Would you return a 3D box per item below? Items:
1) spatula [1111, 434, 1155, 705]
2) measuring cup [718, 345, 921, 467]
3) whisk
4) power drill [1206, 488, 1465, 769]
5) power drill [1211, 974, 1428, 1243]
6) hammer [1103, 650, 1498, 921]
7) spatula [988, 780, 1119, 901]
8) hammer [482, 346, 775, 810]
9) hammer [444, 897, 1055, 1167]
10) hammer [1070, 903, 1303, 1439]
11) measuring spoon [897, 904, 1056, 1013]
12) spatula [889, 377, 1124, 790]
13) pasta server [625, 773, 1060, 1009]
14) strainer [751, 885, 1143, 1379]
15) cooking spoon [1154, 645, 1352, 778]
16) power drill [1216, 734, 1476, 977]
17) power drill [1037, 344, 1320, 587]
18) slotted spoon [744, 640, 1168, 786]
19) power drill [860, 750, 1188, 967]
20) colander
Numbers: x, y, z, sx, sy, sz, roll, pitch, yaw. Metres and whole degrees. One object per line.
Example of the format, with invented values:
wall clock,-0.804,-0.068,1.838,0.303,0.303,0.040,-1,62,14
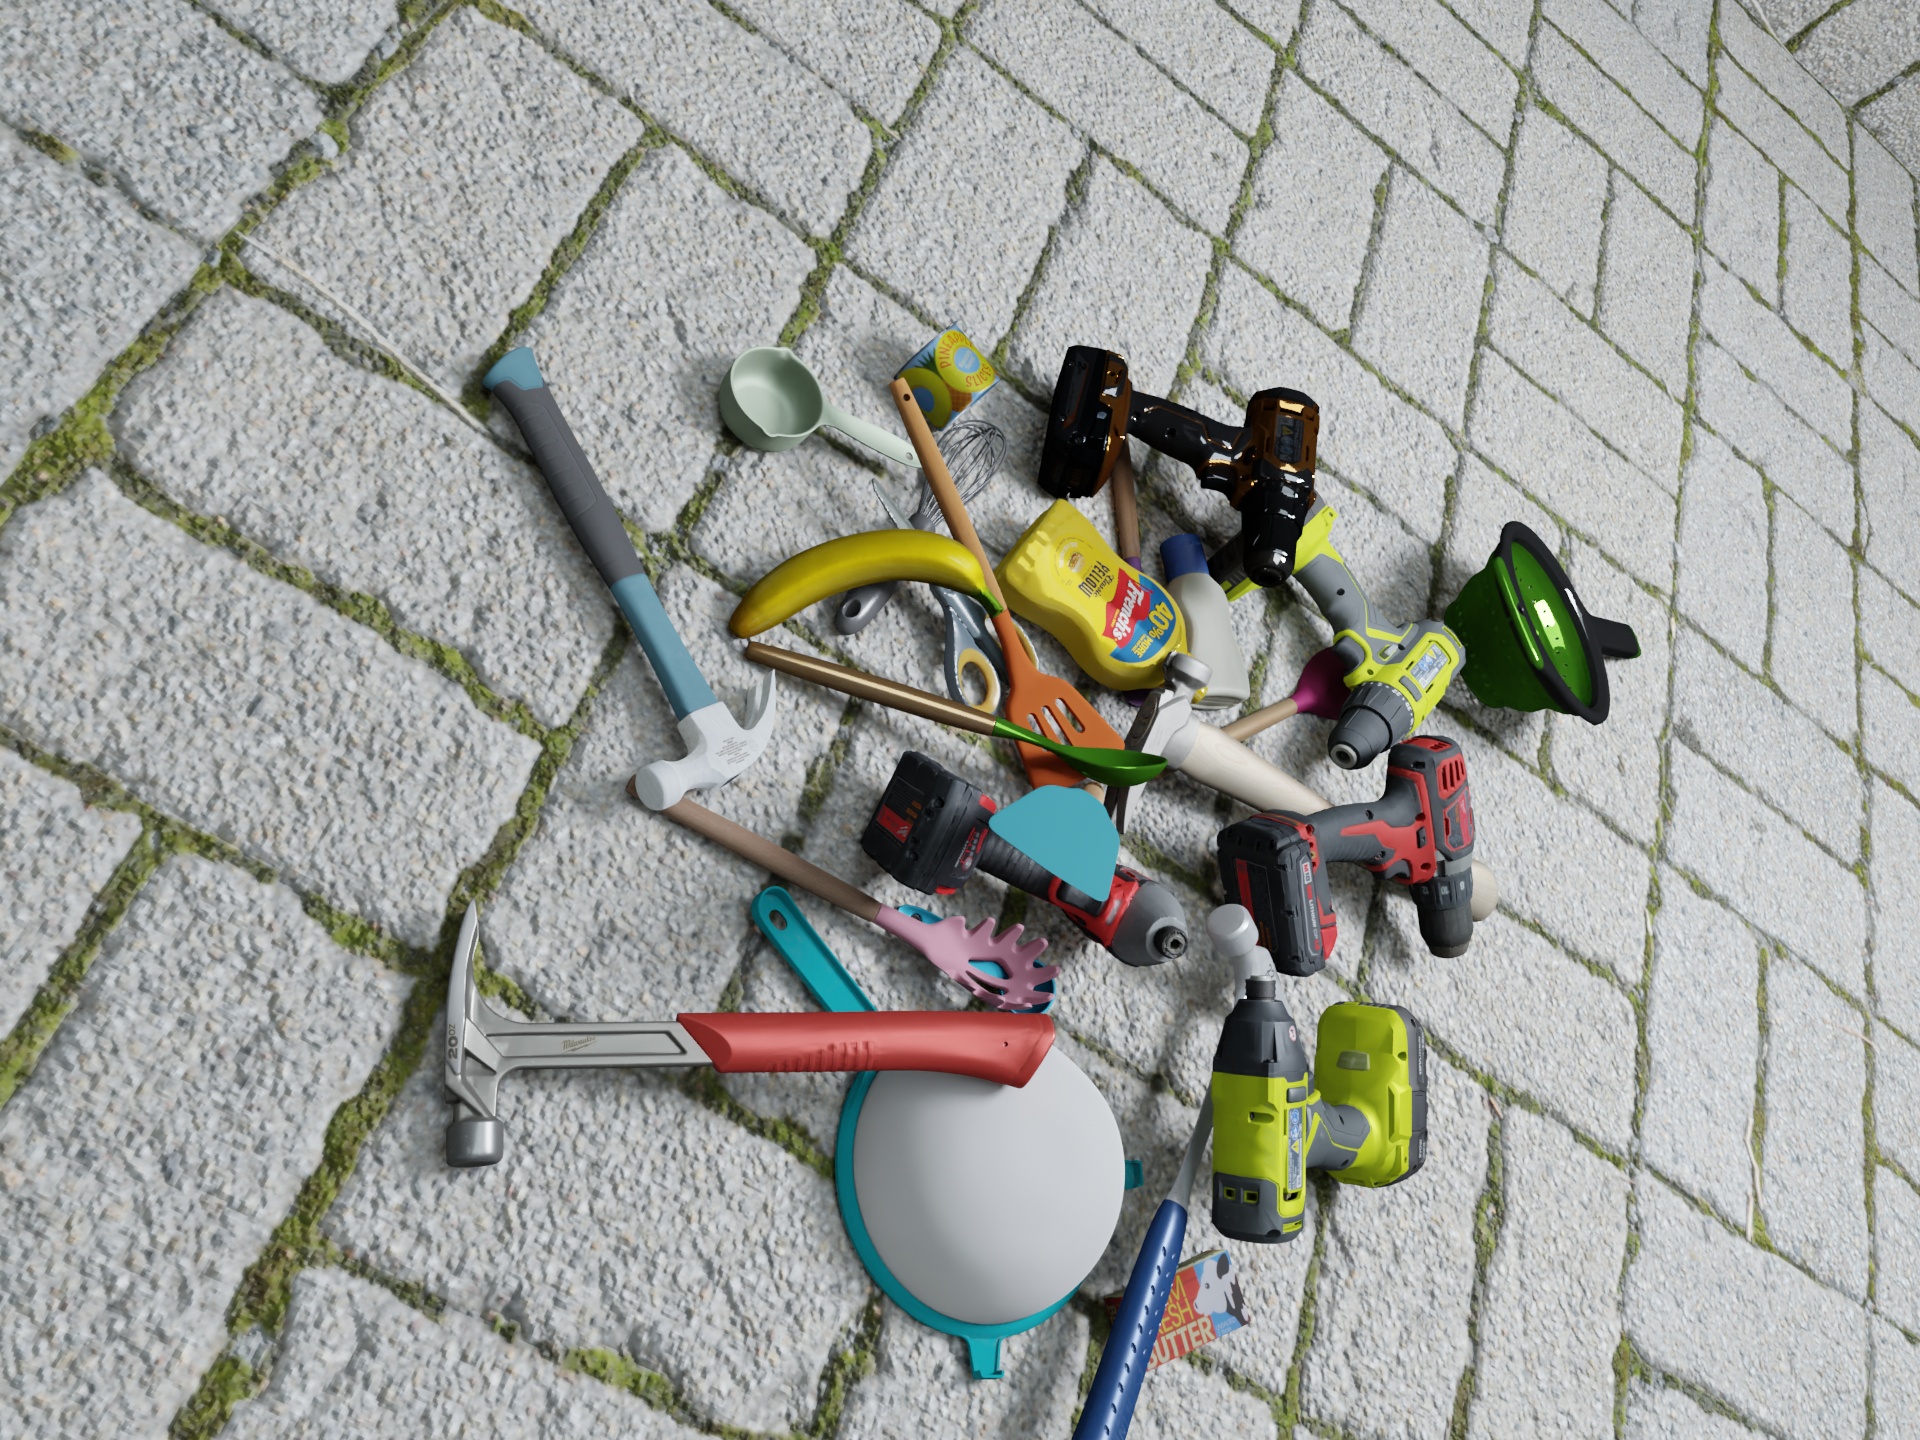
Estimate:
spatula,0.140,-0.158,1.344,0.059,0.018,0.316,8,66,-26
measuring cup,-0.105,-0.220,1.198,0.167,0.038,0.083,22,59,-26
whisk,-0.032,-0.150,1.211,0.055,0.055,0.239,41,57,-12
power drill,0.320,-0.079,1.376,0.228,0.080,0.190,49,52,0
power drill,0.252,0.265,1.129,0.223,0.080,0.171,9,81,-51
hammer,0.294,0.092,1.304,0.410,0.038,0.146,27,86,-28
spatula,0.079,0.064,1.074,0.082,0.317,0.044,33,95,5
hammer,-0.229,-0.104,1.057,0.128,0.033,0.331,-23,80,-47
hammer,-0.119,0.183,0.949,0.359,0.036,0.149,2,68,-15
hammer,0.152,0.325,1.076,0.143,0.035,0.406,59,43,-34
measuring spoon,0.008,0.166,1.114,0.128,0.021,0.042,32,66,-7
spatula,0.022,-0.102,1.174,0.081,0.041,0.322,-28,102,-15
pasta server,-0.076,0.112,1.055,0.316,0.040,0.060,30,50,-14
strainer,-0.007,0.234,1.019,0.340,0.095,0.211,52,51,-5
cooking spoon,0.267,-0.005,1.358,0.319,0.017,0.069,-22,82,-39
power drill,0.322,0.128,1.262,0.226,0.080,0.187,-19,107,-27
power drill,0.182,-0.207,1.306,0.226,0.084,0.185,13,60,-3
slotted spoon,-0.002,-0.004,1.133,0.313,0.070,0.031,17,97,-10
power drill,0.053,0.105,1.089,0.219,0.143,0.078,26,90,-20
colander,0.571,-0.074,1.559,0.396,0.094,0.205,3,66,-52
